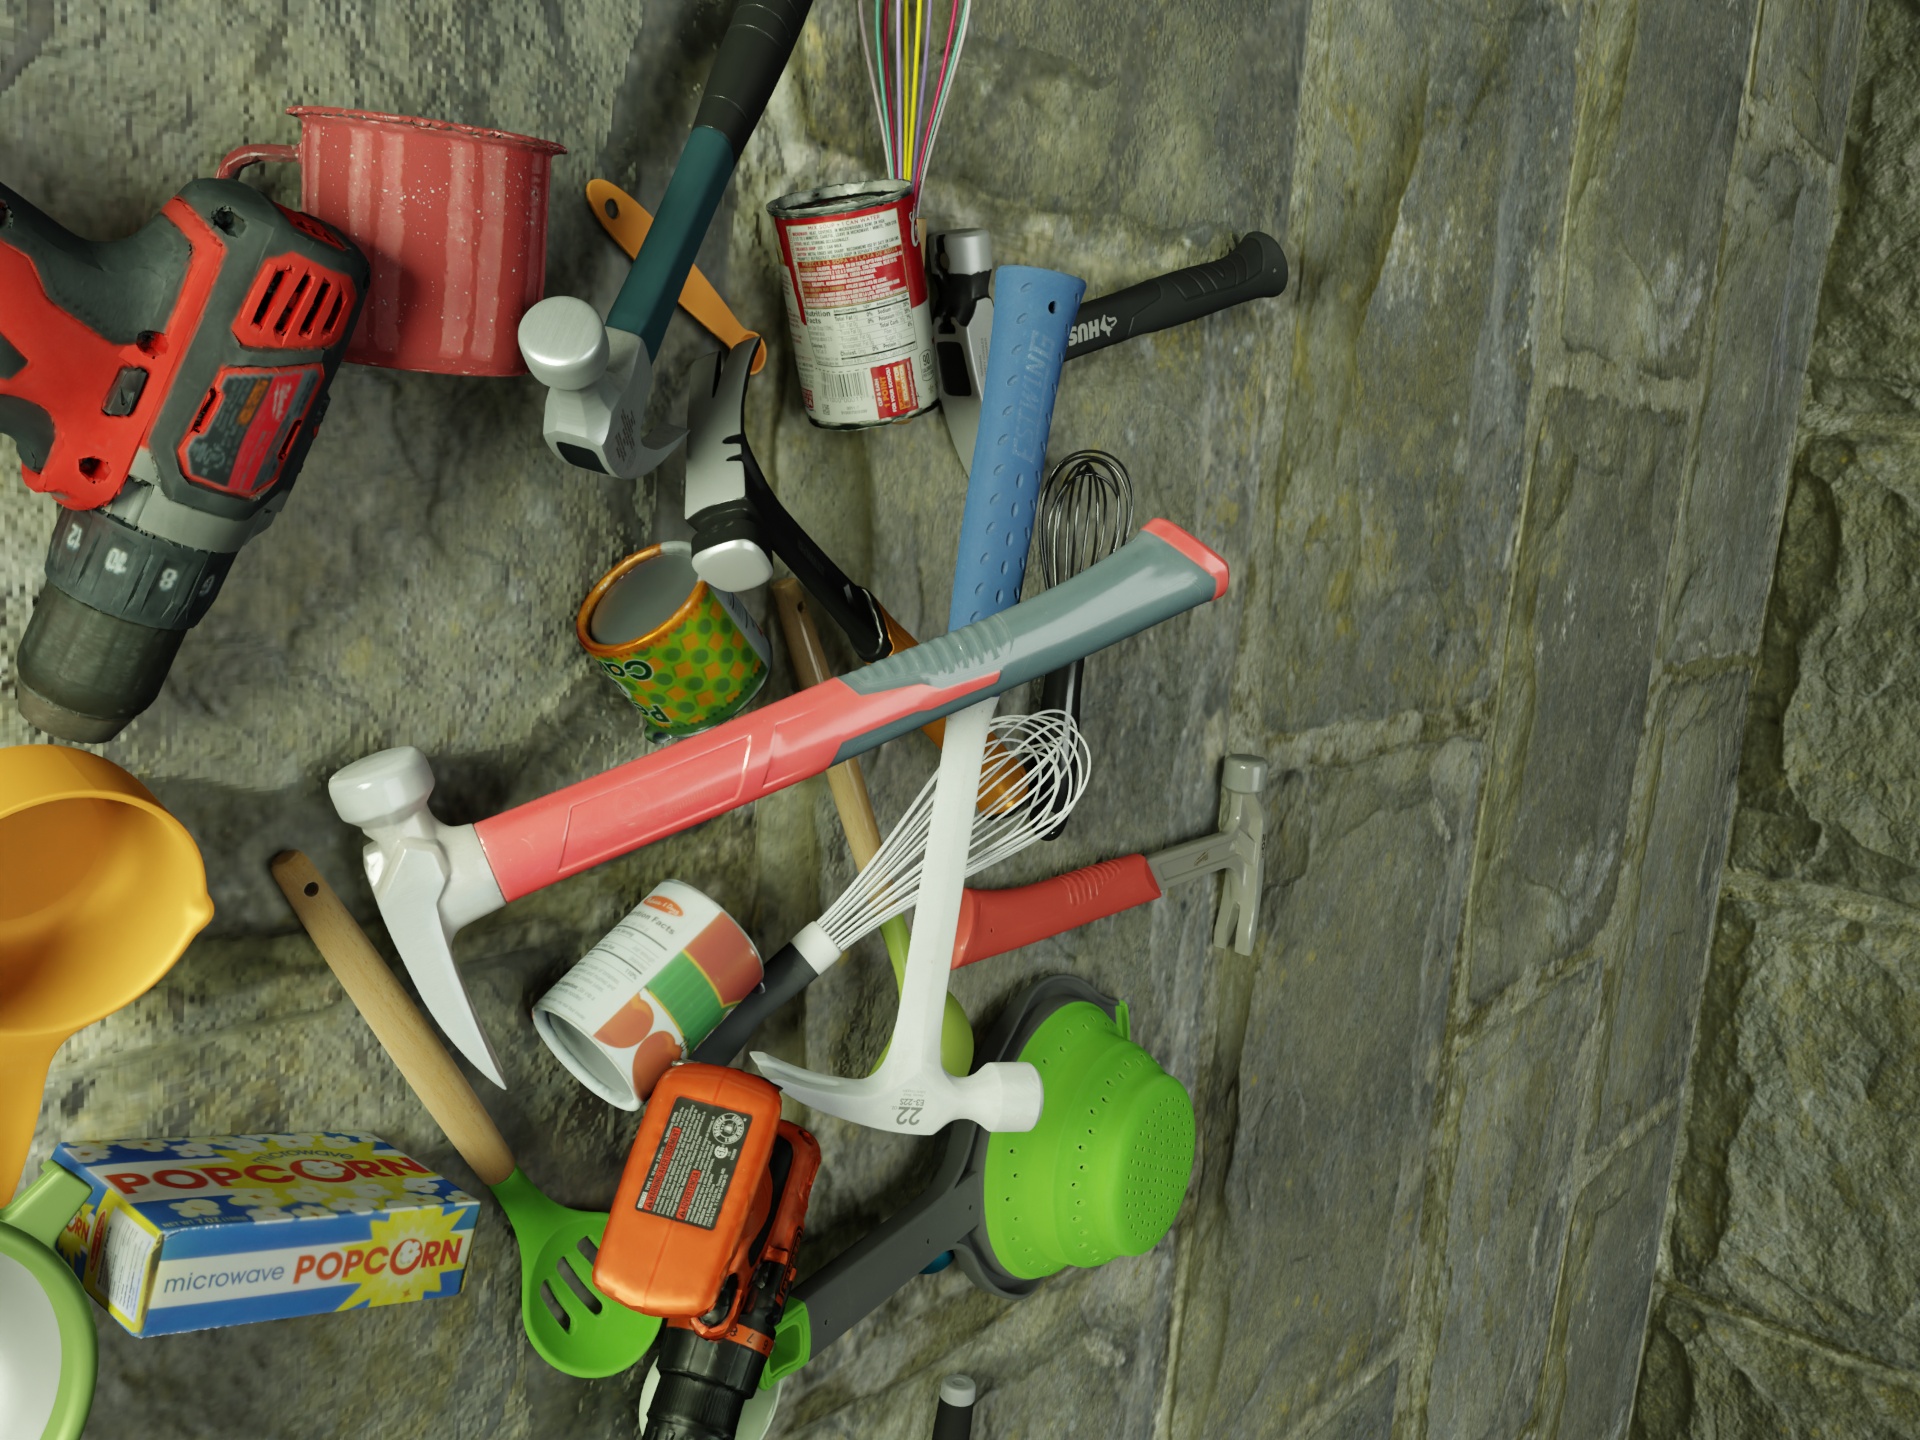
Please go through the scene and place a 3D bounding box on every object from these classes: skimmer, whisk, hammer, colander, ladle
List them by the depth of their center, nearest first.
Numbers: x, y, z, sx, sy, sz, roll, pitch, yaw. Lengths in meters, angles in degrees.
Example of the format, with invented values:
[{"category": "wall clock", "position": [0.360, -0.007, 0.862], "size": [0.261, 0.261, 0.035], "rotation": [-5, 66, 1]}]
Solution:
[{"category": "hammer", "position": [-0.097, -0.245, 0.653], "size": [0.128, 0.033, 0.331], "rotation": [98, 9, -69]}, {"category": "hammer", "position": [-0.051, 0.015, 0.679], "size": [0.386, 0.038, 0.143], "rotation": [-23, 109, -16]}, {"category": "hammer", "position": [-0.001, -0.002, 0.736], "size": [0.144, 0.035, 0.405], "rotation": [6, 98, -23]}, {"category": "whisk", "position": [-0.025, -0.269, 0.778], "size": [0.051, 0.047, 0.245], "rotation": [-10, 113, -37]}, {"category": "whisk", "position": [-0.047, 0.091, 0.788], "size": [0.284, 0.070, 0.070], "rotation": [-40, 131, -12]}, {"category": "hammer", "position": [-0.039, -0.043, 0.801], "size": [0.336, 0.034, 0.127], "rotation": [50, 28, -52]}, {"category": "ladle", "position": [-0.056, 0.075, 0.841], "size": [0.078, 0.062, 0.320], "rotation": [-37, 120, -43]}, {"category": "colander", "position": [0.038, 0.284, 0.929], "size": [0.397, 0.094, 0.204], "rotation": [-20, 112, -53]}, {"category": "hammer", "position": [0.102, -0.237, 0.945], "size": [0.335, 0.035, 0.146], "rotation": [-29, 121, -44]}, {"category": "whisk", "position": [0.066, -0.041, 0.947], "size": [0.055, 0.055, 0.239], "rotation": [-12, 114, -49]}, {"category": "skimmer", "position": [-0.003, 0.600, 0.999], "size": [0.127, 0.090, 0.363], "rotation": [2, 98, -44]}, {"category": "hammer", "position": [0.100, 0.117, 1.039], "size": [0.359, 0.037, 0.149], "rotation": [-10, 107, -50]}]

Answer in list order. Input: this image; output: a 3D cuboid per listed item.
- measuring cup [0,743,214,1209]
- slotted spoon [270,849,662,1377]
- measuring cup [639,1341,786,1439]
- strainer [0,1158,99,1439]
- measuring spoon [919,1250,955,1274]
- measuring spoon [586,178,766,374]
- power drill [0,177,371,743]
[{"category": "measuring cup", "position": [-0.312, 0.089, 0.518], "size": [0.095, 0.052, 0.173], "rotation": [6, 112, -51]}, {"category": "slotted spoon", "position": [-0.208, 0.175, 0.683], "size": [0.070, 0.031, 0.313], "rotation": [-46, 130, -34]}, {"category": "measuring cup", "position": [-0.104, 0.331, 0.848], "size": [0.167, 0.038, 0.083], "rotation": [-29, 120, -50]}, {"category": "strainer", "position": [-0.386, 0.205, 0.439], "size": [0.256, 0.069, 0.151], "rotation": [1, 103, -48]}, {"category": "measuring spoon", "position": [0.003, 0.279, 0.973], "size": [0.042, 0.021, 0.129], "rotation": [34, 75, -50]}, {"category": "measuring spoon", "position": [-0.125, -0.193, 0.699], "size": [0.116, 0.011, 0.021], "rotation": [43, 64, -44]}, {"category": "power drill", "position": [-0.298, -0.092, 0.446], "size": [0.226, 0.080, 0.188], "rotation": [16, 106, -52]}]
